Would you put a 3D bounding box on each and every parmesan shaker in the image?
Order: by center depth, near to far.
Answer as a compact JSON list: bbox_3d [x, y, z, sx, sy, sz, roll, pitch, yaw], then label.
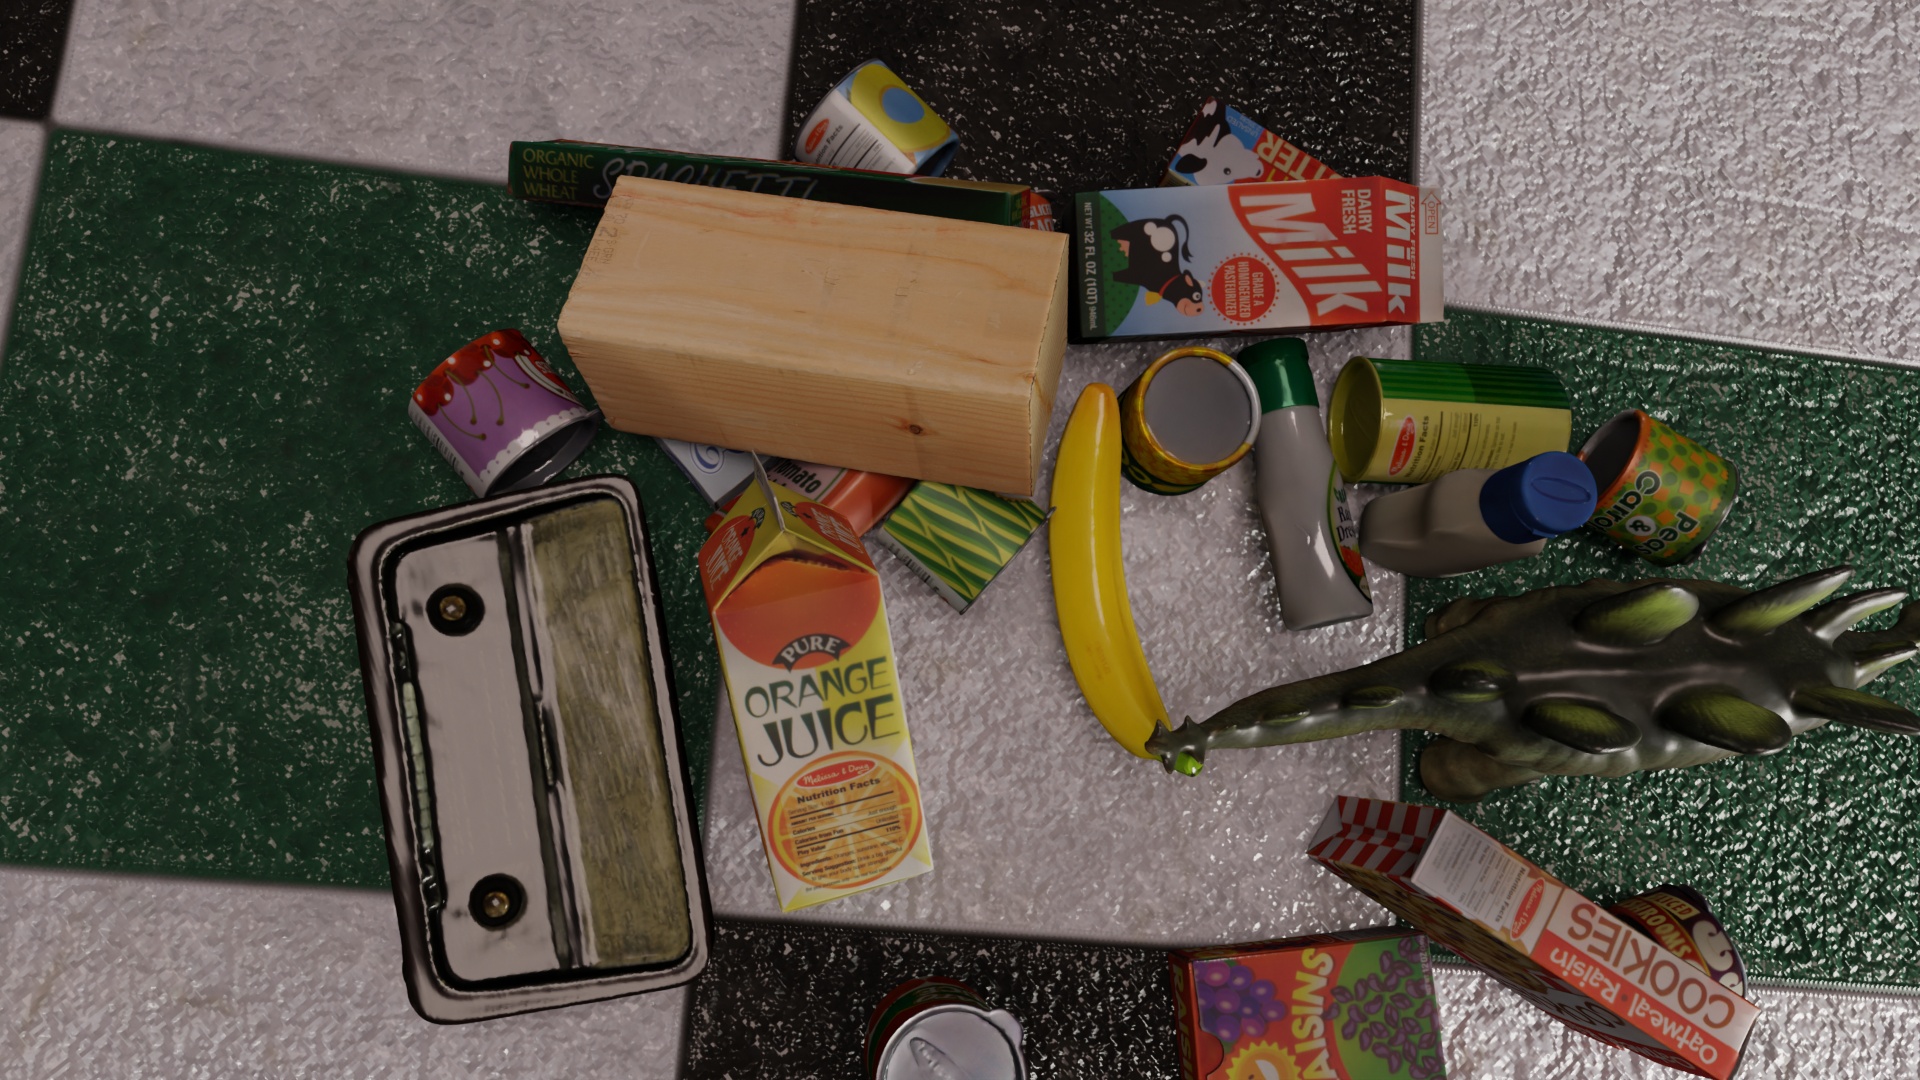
[{"bbox_3d":[0.253,-0.059,0.728,0.103,0.071,0.071,2,81,-9],"label":"parmesan shaker"}]

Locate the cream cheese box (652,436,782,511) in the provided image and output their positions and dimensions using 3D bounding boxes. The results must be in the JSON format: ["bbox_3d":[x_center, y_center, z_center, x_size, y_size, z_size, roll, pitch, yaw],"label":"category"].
[{"bbox_3d":[-0.100,-0.068,0.697,0.104,0.024,0.053,-41,87,-12],"label":"cream cheese box"}]

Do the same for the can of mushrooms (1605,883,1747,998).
[{"bbox_3d":[0.355,0.207,0.695,0.033,0.071,0.071,-18,84,-9],"label":"can of mushrooms"}]

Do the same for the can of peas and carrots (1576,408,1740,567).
[{"bbox_3d":[0.363,-0.026,0.735,0.059,0.071,0.071,29,78,-2],"label":"can of peas and carrots"}]

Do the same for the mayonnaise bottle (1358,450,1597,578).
[{"bbox_3d":[0.251,-0.011,0.675,0.065,0.148,0.041,13,80,-6],"label":"mayonnaise bottle"}]

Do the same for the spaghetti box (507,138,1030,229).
[{"bbox_3d":[-0.093,-0.166,0.664,0.250,0.050,0.028,9,108,11],"label":"spaghetti box"}]

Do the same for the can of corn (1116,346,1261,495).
[{"bbox_3d":[0.111,-0.060,0.709,0.071,0.058,0.071,1,80,-8],"label":"can of corn"}]

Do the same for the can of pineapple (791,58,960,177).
[{"bbox_3d":[-0.041,-0.201,0.707,0.058,0.071,0.071,44,78,0],"label":"can of pineapple"}]

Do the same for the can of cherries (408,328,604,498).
[{"bbox_3d":[-0.214,-0.059,0.658,0.071,0.071,0.058,-41,87,-12],"label":"can of cherries"}]

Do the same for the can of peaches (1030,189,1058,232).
[{"bbox_3d":[0.020,-0.140,0.703,0.071,0.071,0.058,-7,83,-9],"label":"can of peaches"}]

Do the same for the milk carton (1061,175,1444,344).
[{"bbox_3d":[0.150,-0.141,0.703,0.191,0.073,0.072,-3,95,-1],"label":"milk carton"}]

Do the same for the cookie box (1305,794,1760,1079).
[{"bbox_3d":[0.263,0.184,0.657,0.167,0.122,0.040,33,79,-2],"label":"cookie box"}]

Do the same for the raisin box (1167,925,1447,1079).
[{"bbox_3d":[0.169,0.239,0.678,0.123,0.040,0.086,-4,82,-8],"label":"raisin box"}]

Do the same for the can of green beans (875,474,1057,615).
[{"bbox_3d":[0.001,-0.007,0.681,0.058,0.071,0.071,42,78,0],"label":"can of green beans"}]

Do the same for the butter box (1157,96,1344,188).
[{"bbox_3d":[0.165,-0.191,0.756,0.103,0.024,0.053,30,79,-2],"label":"butter box"}]

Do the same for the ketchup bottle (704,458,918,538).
[{"bbox_3d":[-0.051,-0.035,0.682,0.149,0.065,0.043,-40,129,-16],"label":"ketchup bottle"}]

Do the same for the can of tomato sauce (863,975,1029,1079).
[{"bbox_3d":[-0.008,0.235,0.630,0.071,0.083,0.071,1,81,-8],"label":"can of tomato sauce"}]

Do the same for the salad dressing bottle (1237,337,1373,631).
[{"bbox_3d":[0.174,-0.030,0.713,0.044,0.064,0.148,-15,79,25],"label":"salad dressing bottle"}]

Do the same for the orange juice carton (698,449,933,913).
[{"bbox_3d":[-0.068,0.059,0.616,0.073,0.072,0.192,-13,111,-10],"label":"orange juice carton"}]
